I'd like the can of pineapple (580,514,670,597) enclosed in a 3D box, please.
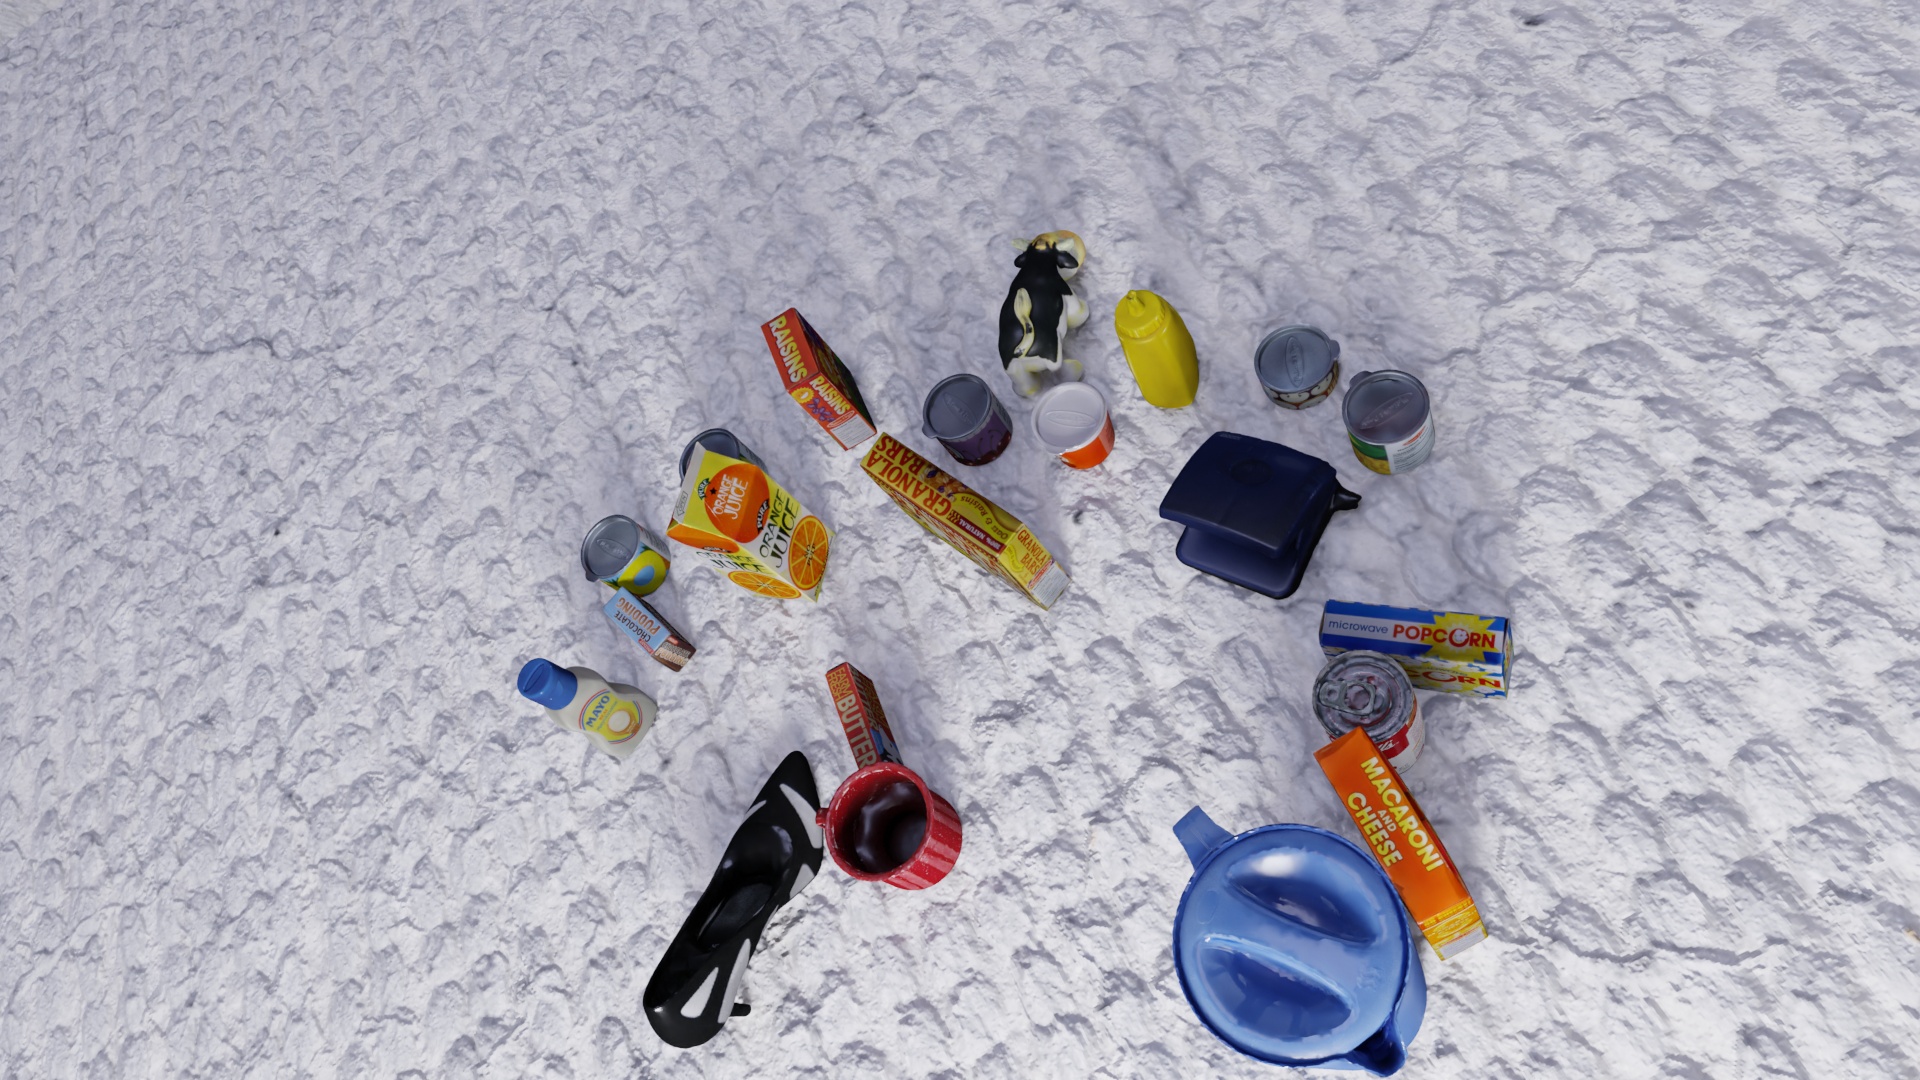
[{"bbox_3d":[-0.323,0.017,1.339,0.071,0.057,0.071,-9,63,20],"label":"can of pineapple"}]

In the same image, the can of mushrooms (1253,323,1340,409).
[{"bbox_3d":[0.285,-0.146,1.165,0.071,0.033,0.071,-9,63,20],"label":"can of mushrooms"}]

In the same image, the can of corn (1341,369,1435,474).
[{"bbox_3d":[0.339,-0.095,1.102,0.071,0.058,0.071,-9,63,20],"label":"can of corn"}]

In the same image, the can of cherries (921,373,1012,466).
[{"bbox_3d":[0.005,-0.107,1.254,0.071,0.058,0.072,-9,63,20],"label":"can of cherries"}]

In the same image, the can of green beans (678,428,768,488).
[{"bbox_3d":[-0.227,-0.066,1.336,0.071,0.057,0.071,-9,63,20],"label":"can of green beans"}]

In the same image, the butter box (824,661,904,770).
[{"bbox_3d":[-0.079,0.156,1.170,0.024,0.053,0.104,-30,58,9],"label":"butter box"}]

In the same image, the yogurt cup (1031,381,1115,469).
[{"bbox_3d":[0.101,-0.097,1.210,0.072,0.054,0.072,-9,63,20],"label":"yogurt cup"}]

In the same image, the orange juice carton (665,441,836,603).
[{"bbox_3d":[-0.190,-0.014,1.215,0.073,0.192,0.072,5,69,26],"label":"orange juice carton"}]

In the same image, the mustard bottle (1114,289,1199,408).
[{"bbox_3d":[0.160,-0.168,1.155,0.049,0.160,0.065,-3,66,23],"label":"mustard bottle"}]

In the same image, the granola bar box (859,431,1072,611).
[{"bbox_3d":[0.004,-0.015,1.172,0.166,0.124,0.039,34,84,32],"label":"granola bar box"}]

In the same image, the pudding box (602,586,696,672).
[{"bbox_3d":[-0.291,0.083,1.299,0.084,0.049,0.030,37,85,32],"label":"pudding box"}]

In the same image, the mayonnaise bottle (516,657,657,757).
[{"bbox_3d":[-0.331,0.144,1.229,0.041,0.147,0.065,26,79,31],"label":"mayonnaise bottle"}]

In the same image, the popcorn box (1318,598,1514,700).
[{"bbox_3d":[0.331,0.079,1.008,0.127,0.085,0.038,5,69,26],"label":"popcorn box"}]

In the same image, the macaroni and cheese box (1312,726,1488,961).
[{"bbox_3d":[0.293,0.203,0.918,0.040,0.166,0.124,-32,58,8],"label":"macaroni and cheese box"}]

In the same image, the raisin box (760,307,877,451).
[{"bbox_3d":[-0.131,-0.149,1.294,0.040,0.123,0.086,-29,59,9],"label":"raisin box"}]
